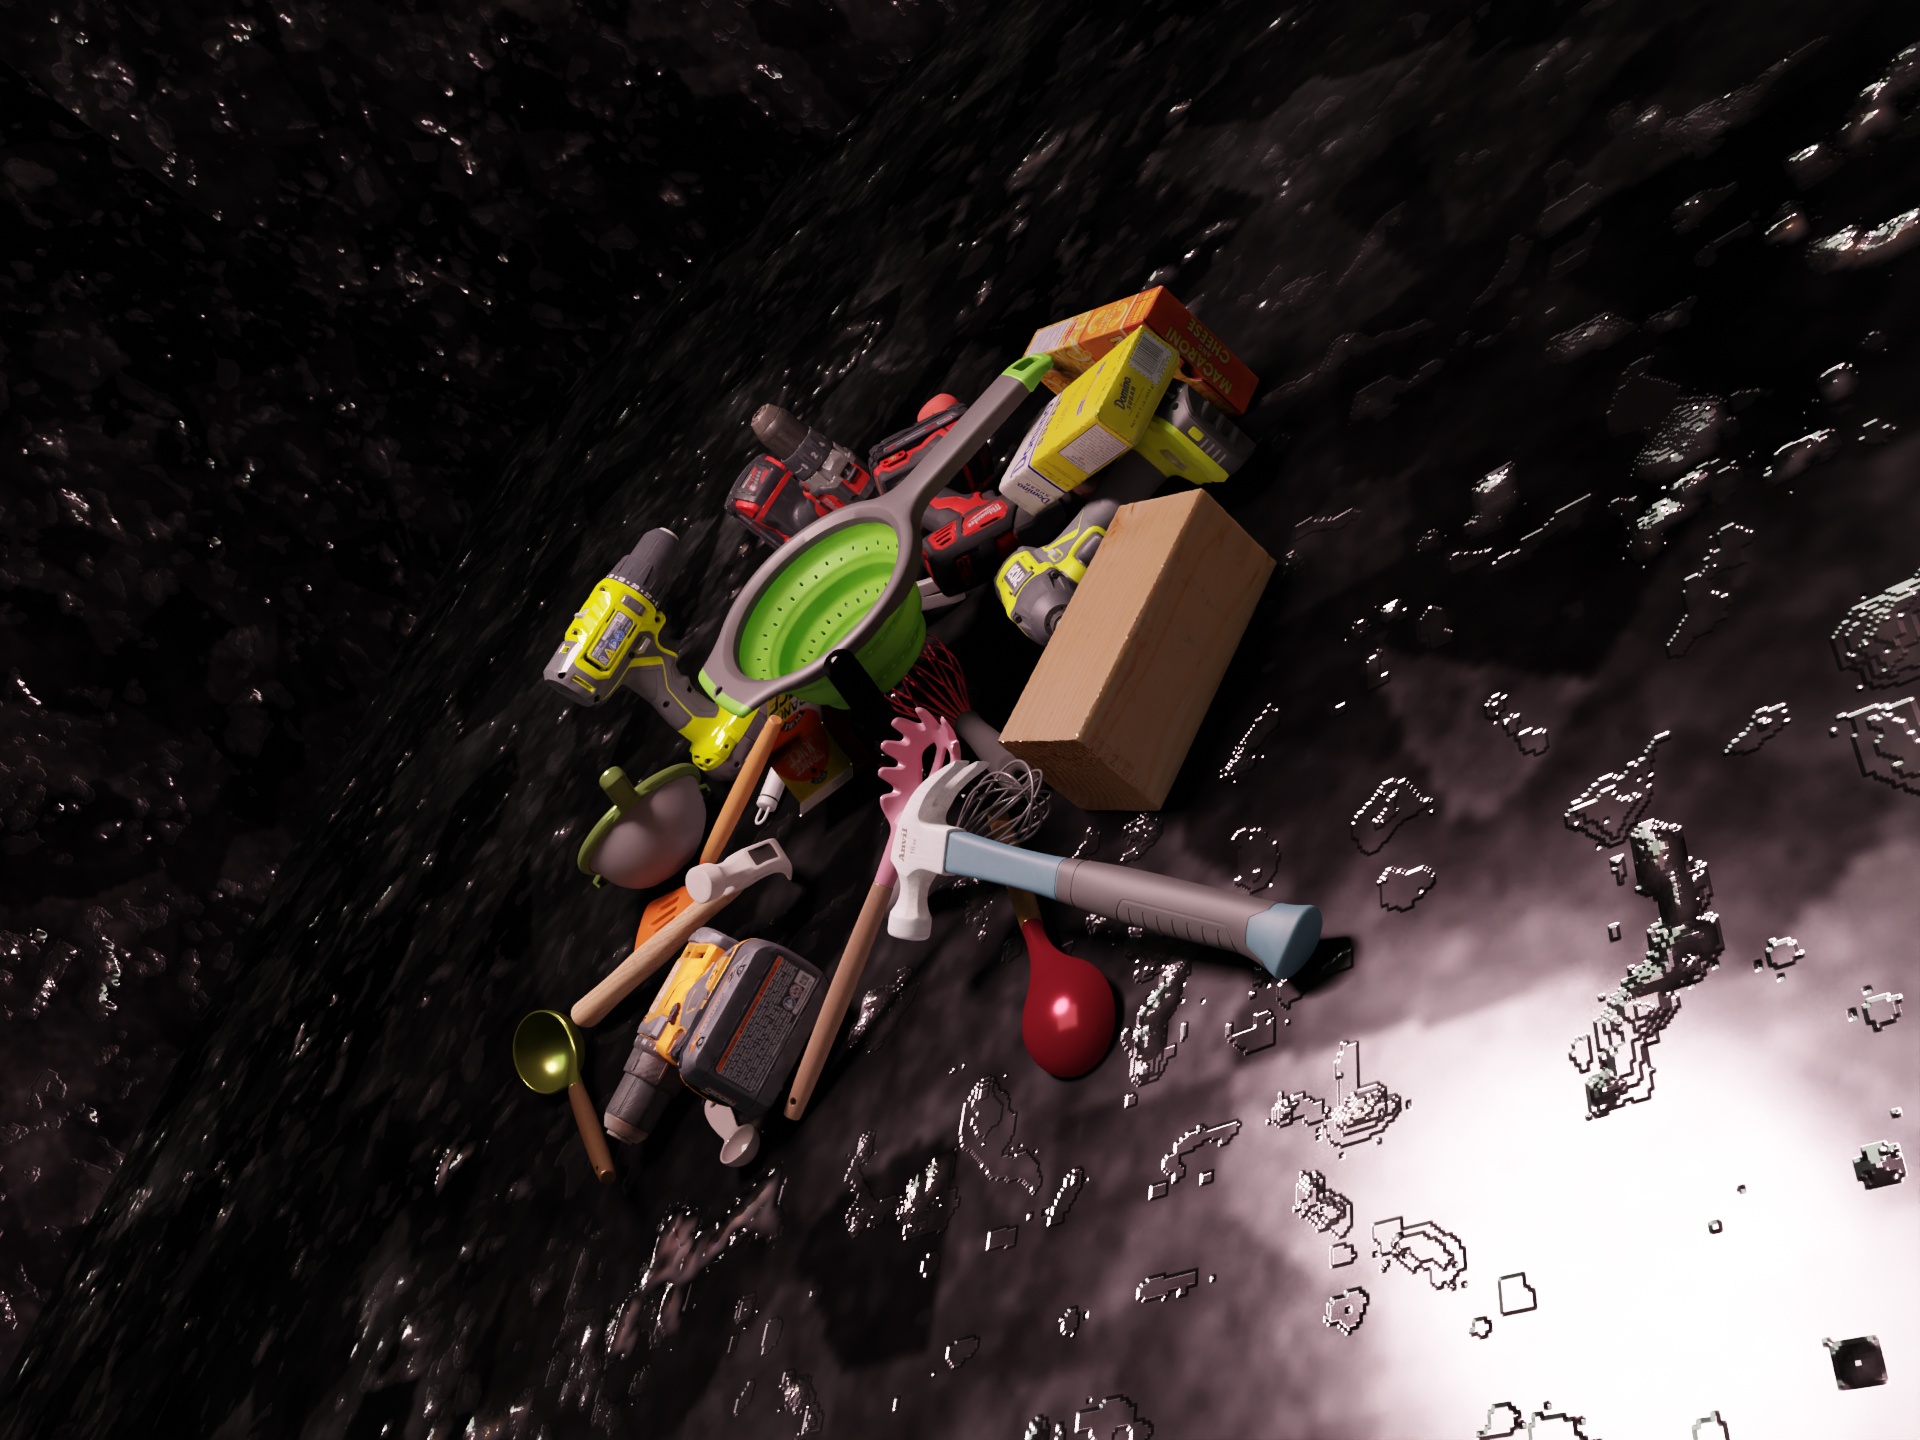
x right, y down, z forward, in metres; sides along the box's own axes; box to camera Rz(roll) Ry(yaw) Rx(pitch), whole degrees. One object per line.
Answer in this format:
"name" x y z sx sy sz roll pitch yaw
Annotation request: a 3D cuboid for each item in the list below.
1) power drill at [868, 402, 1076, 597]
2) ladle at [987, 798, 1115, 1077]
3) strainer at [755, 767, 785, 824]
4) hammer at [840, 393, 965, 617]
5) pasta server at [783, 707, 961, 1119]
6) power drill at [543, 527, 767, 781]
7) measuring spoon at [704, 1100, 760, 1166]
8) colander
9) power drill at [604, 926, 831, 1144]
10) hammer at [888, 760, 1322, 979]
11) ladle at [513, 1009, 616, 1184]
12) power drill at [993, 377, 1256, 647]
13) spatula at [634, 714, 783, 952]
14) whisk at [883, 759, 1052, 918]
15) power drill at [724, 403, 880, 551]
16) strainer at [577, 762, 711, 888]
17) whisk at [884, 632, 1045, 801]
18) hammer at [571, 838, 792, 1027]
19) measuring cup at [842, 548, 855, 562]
"power drill" 0.009 -0.204 1.462 0.143 0.078 0.220 -28 38 -4
"ladle" 0.046 0.126 1.088 0.069 0.031 0.316 -43 26 14
"strainer" -0.152 -0.012 1.553 0.087 0.050 0.259 -4 55 38
"hammer" -0.038 -0.226 1.609 0.149 0.036 0.359 -8 39 21
"pasta server" -0.069 0.143 1.147 0.060 0.040 0.316 24 95 29
"power drill" -0.278 -0.062 1.596 0.080 0.228 0.191 0 57 58
"measuring spoon" -0.176 0.313 1.222 0.034 0.018 0.124 -47 19 -9
"colander" -0.042 -0.137 1.326 0.397 0.094 0.205 -48 35 -5
"power drill" -0.202 0.254 1.249 0.185 0.084 0.226 -61 20 -18
"hammer" 0.075 0.103 0.979 0.331 0.033 0.128 9 94 46
"ladle" -0.341 0.329 1.375 0.320 0.062 0.078 -157 79 -68
"power drill" 0.121 -0.156 1.243 0.223 0.080 0.171 -50 17 9
"spatula" -0.233 0.108 1.466 0.081 0.041 0.322 -89 23 -50
"whisk" -0.005 0.093 1.148 0.239 0.055 0.055 -43 25 49
"power drill" -0.178 -0.260 1.737 0.227 0.187 0.080 -4 52 61
"strainer" -0.295 0.102 1.514 0.151 0.069 0.256 -42 -11 -13
"whisk" -0.002 -0.004 1.292 0.073 0.073 0.296 -50 33 3
"hammer" -0.259 0.196 1.421 0.130 0.031 0.331 -20 -17 -49
"measuring cup" -0.083 -0.142 1.606 0.083 0.038 0.168 -50 31 1
